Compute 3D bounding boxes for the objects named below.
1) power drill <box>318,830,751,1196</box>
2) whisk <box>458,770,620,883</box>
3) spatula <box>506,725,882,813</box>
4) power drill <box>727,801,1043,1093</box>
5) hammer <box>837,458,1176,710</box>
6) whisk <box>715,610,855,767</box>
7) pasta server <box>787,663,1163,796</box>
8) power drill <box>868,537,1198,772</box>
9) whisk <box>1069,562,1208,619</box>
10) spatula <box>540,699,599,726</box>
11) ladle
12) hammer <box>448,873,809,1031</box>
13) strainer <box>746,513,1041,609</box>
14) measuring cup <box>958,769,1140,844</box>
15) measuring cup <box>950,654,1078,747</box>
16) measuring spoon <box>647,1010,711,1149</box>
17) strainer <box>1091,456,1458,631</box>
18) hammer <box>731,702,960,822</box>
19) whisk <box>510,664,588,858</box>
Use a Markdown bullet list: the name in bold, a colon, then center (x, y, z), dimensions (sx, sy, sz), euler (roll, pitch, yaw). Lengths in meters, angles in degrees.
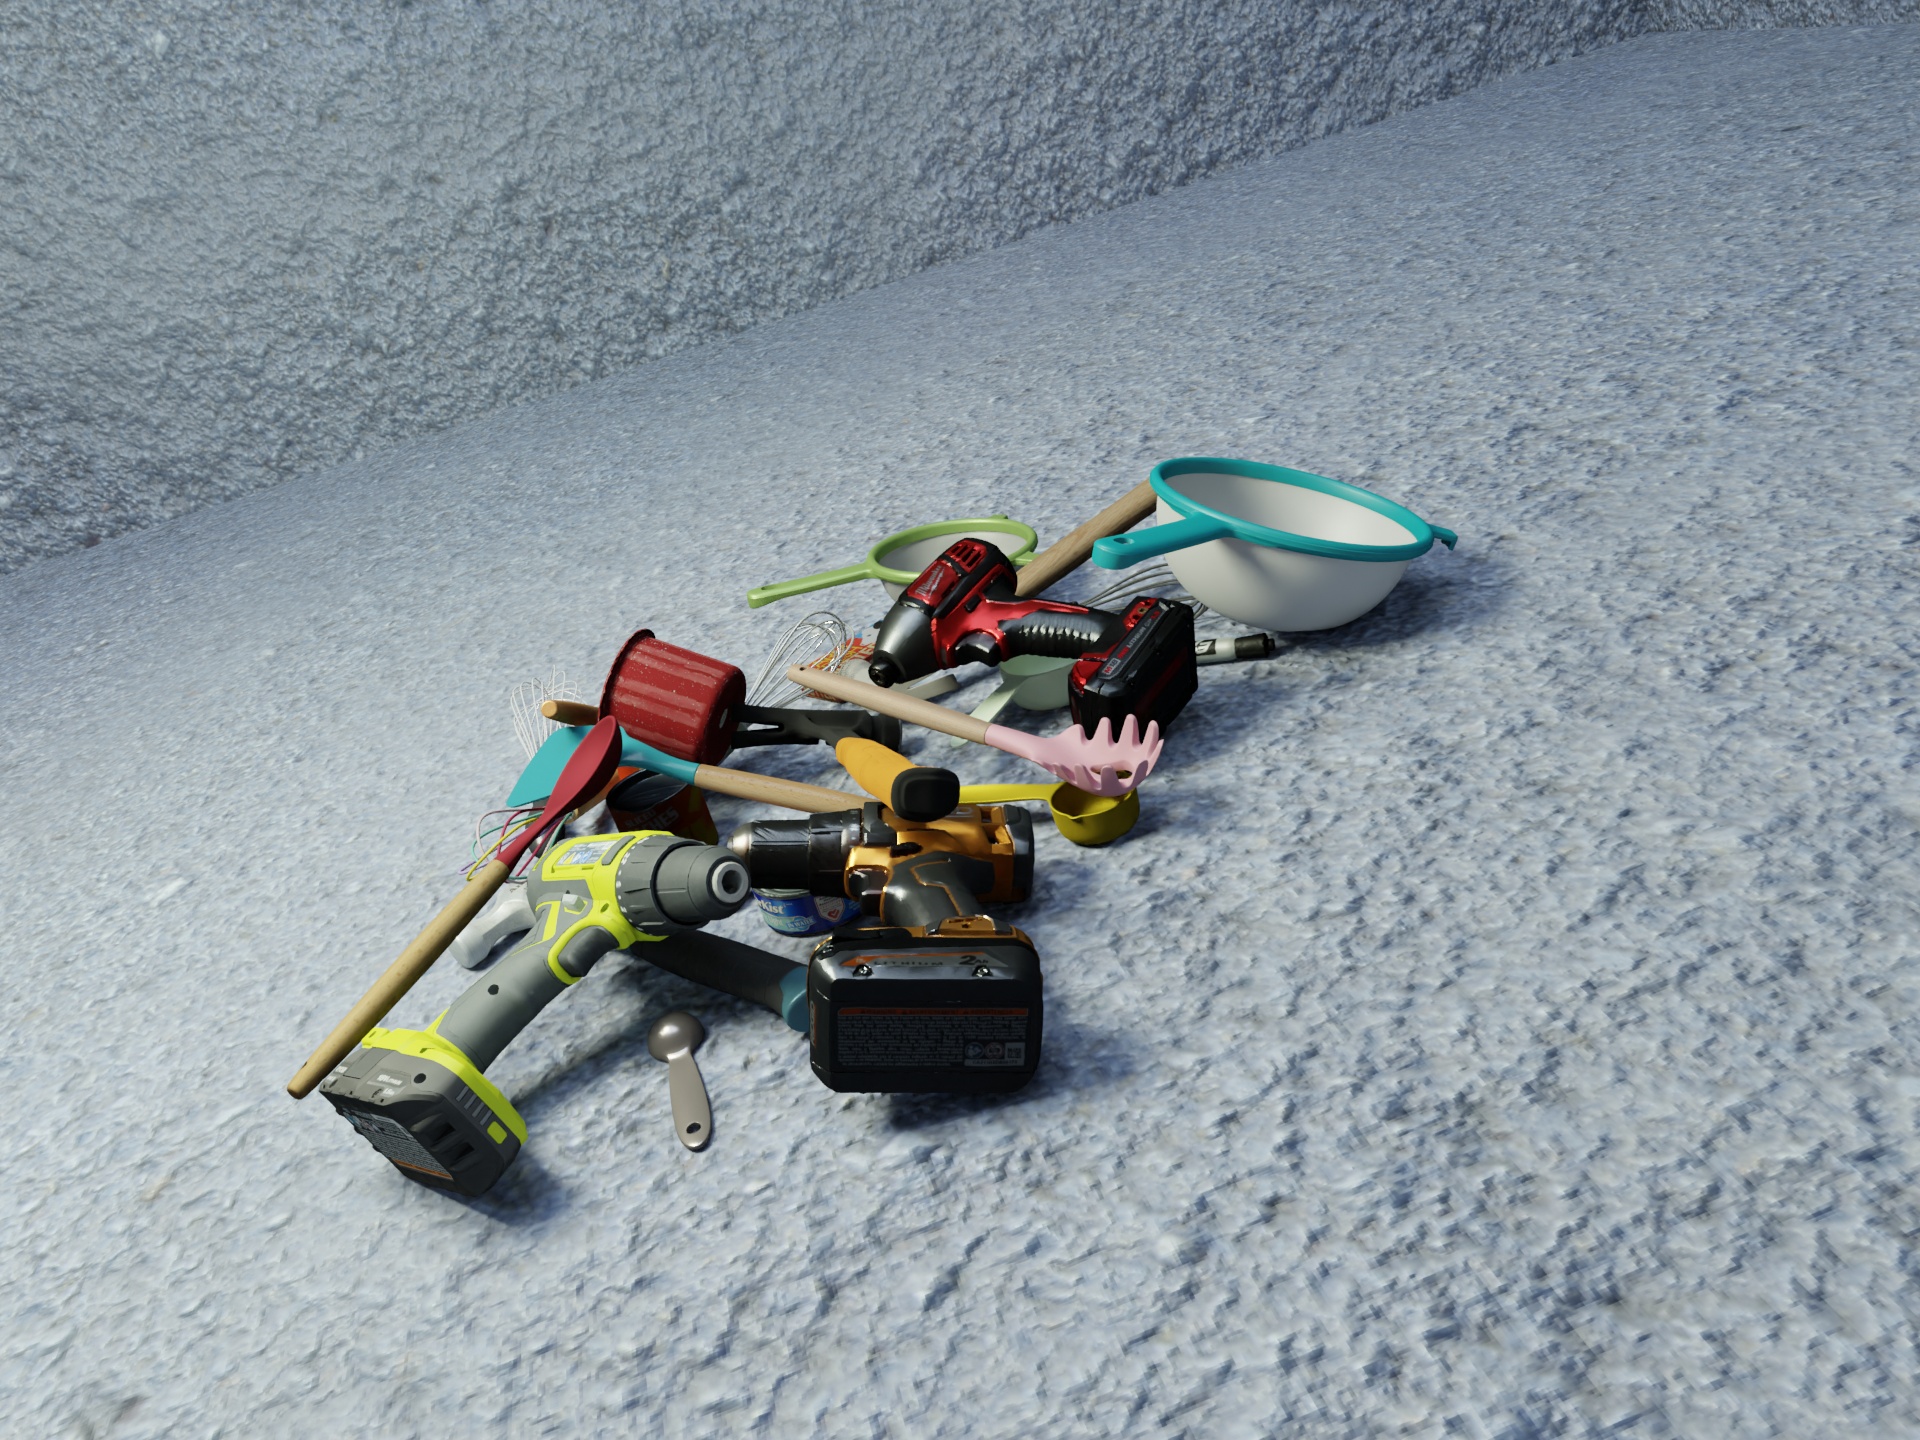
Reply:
- **power drill**: center (-0.230, 0.149, 0.896), dimensions (0.190, 0.080, 0.228), euler (-8, 34, 48)
- **whisk**: center (-0.295, 0.070, 1.163), dimensions (0.051, 0.047, 0.245), euler (15, 15, 6)
- **spatula**: center (-0.154, 0.049, 1.090), dimensions (0.317, 0.044, 0.082), euler (11, 43, 9)
- **power drill**: center (-0.045, 0.112, 0.890), dimensions (0.185, 0.084, 0.226), euler (1, 23, -3)
- **hammer**: center (0.054, -0.110, 1.273), dimensions (0.331, 0.031, 0.130), euler (-36, 20, -10)
- **whisk**: center (-0.169, -0.001, 1.245), dimensions (0.059, 0.057, 0.246), euler (18, 54, 37)
- **pasta server**: center (-0.002, -0.003, 1.067), dimensions (0.316, 0.040, 0.060), euler (17, 42, 36)
- **power drill**: center (0.046, -0.050, 1.125), dimensions (0.220, 0.078, 0.143), euler (21, 52, 30)
- **whisk**: center (0.093, -0.084, 1.286), dimensions (0.239, 0.055, 0.055), euler (-11, 26, 24)
- **spatula**: center (-0.286, -0.008, 1.265), dimensions (0.081, 0.041, 0.322), euler (-26, -3, 0)
- **ladle**: center (-0.297, 0.107, 0.971), dimensions (0.069, 0.031, 0.315), euler (-28, 20, 45)
- **hammer**: center (-0.193, 0.143, 1.015), dimensions (0.331, 0.033, 0.128), euler (9, 37, 43)
- **strainer**: center (-0.054, -0.111, 1.381), dimensions (0.256, 0.069, 0.152), euler (-14, 24, -8)
- **measuring cup**: center (0.046, 0.059, 1.045), dimensions (0.156, 0.029, 0.062), euler (-3, 29, 33)
- **measuring cup**: center (0.045, -0.013, 1.179), dimensions (0.083, 0.038, 0.168), euler (4, 34, 38)
- **measuring spoon**: center (-0.157, 0.198, 0.894), dimensions (0.034, 0.018, 0.124), euler (-21, 26, -8)
- **strainer**: center (0.194, -0.108, 1.138), dimensions (0.211, 0.095, 0.340), euler (27, 29, 33)
- **hammer**: center (-0.069, 0.023, 1.035), dimensions (0.127, 0.034, 0.337), euler (2, 5, -15)
- **whisk**: center (-0.339, 0.033, 1.306), dimensions (0.070, 0.070, 0.285), euler (-19, 30, -4)
